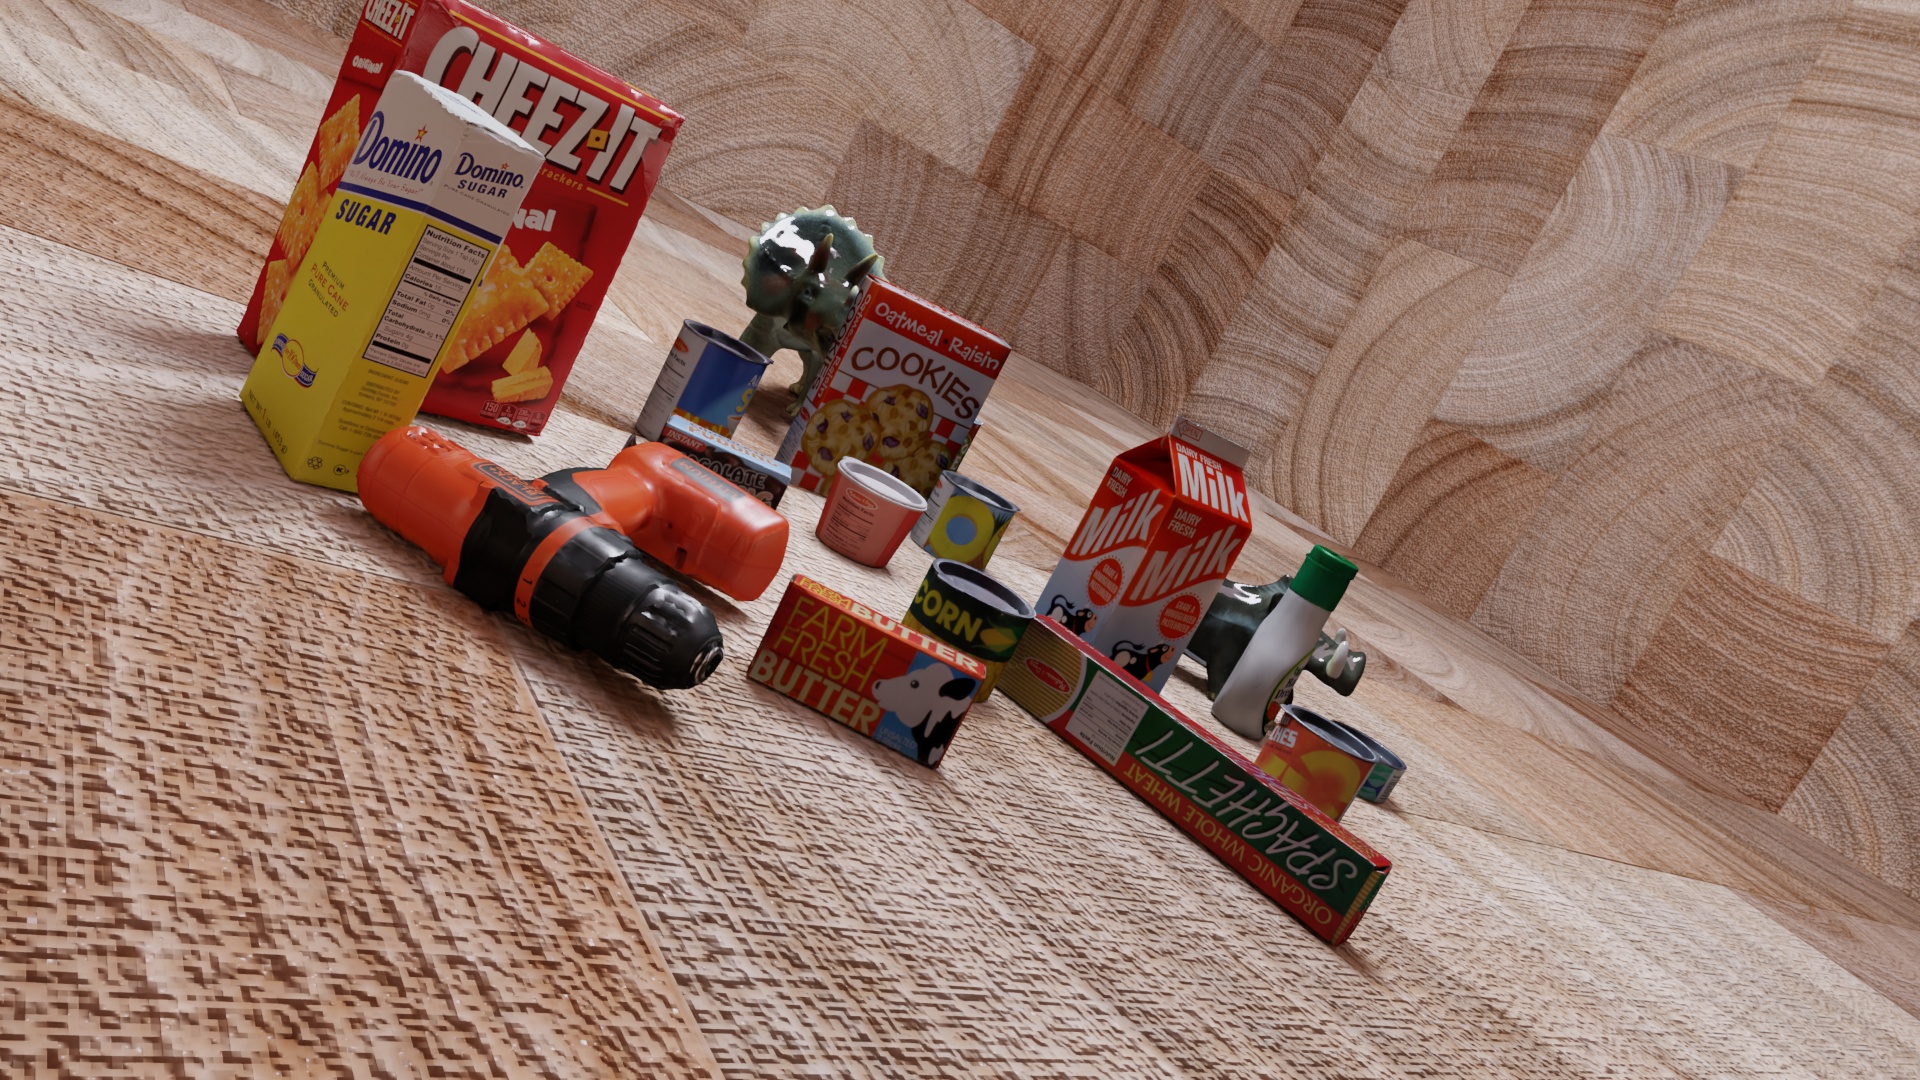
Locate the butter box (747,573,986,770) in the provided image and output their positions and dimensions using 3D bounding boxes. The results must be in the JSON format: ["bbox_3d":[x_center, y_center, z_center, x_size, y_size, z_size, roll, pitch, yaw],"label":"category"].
[{"bbox_3d":[-0.045,0.062,0.659,0.103,0.053,0.024,27,11,-4],"label":"butter box"}]

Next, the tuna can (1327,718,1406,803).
[{"bbox_3d":[0.295,0.165,1.044,0.071,0.032,0.071,27,11,-6],"label":"tuna can"}]

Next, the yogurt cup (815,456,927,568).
[{"bbox_3d":[-0.064,-0.017,0.953,0.072,0.054,0.072,27,11,-6],"label":"yogurt cup"}]

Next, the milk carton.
[{"bbox_3d":[0.117,0.015,0.889,0.072,0.190,0.073,21,13,-34],"label":"milk carton"}]

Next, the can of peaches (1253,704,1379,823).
[{"bbox_3d":[0.224,0.147,0.896,0.071,0.058,0.071,27,11,-6],"label":"can of peaches"}]

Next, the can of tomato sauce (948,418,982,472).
[{"bbox_3d":[-0.028,-0.084,1.257,0.071,0.083,0.071,27,11,-6],"label":"can of tomato sauce"}]

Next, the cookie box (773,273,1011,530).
[{"bbox_3d":[-0.053,-0.105,1.078,0.123,0.167,0.040,22,12,-28],"label":"cookie box"}]

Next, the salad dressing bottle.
[{"bbox_3d":[0.239,0.074,1.022,0.044,0.147,0.064,33,12,23],"label":"salad dressing bottle"}]

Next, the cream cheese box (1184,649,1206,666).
[{"bbox_3d":[0.200,0.070,1.185,0.104,0.053,0.024,32,12,20],"label":"cream cheese box"}]

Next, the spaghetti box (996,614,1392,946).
[{"bbox_3d":[0.121,0.126,0.770,0.250,0.050,0.029,35,13,32],"label":"spaghetti box"}]

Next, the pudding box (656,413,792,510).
[{"bbox_3d":[-0.151,-0.038,0.856,0.084,0.049,0.030,25,11,-14],"label":"pudding box"}]

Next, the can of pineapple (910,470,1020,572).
[{"bbox_3d":[0.004,-0.014,1.085,0.071,0.057,0.071,27,11,-6],"label":"can of pineapple"}]

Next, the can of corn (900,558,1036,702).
[{"bbox_3d":[-0.001,0.051,0.793,0.071,0.058,0.071,27,11,-6],"label":"can of corn"}]

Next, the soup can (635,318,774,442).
[{"bbox_3d":[-0.181,-0.104,0.986,0.071,0.083,0.071,27,11,-6],"label":"soup can"}]
